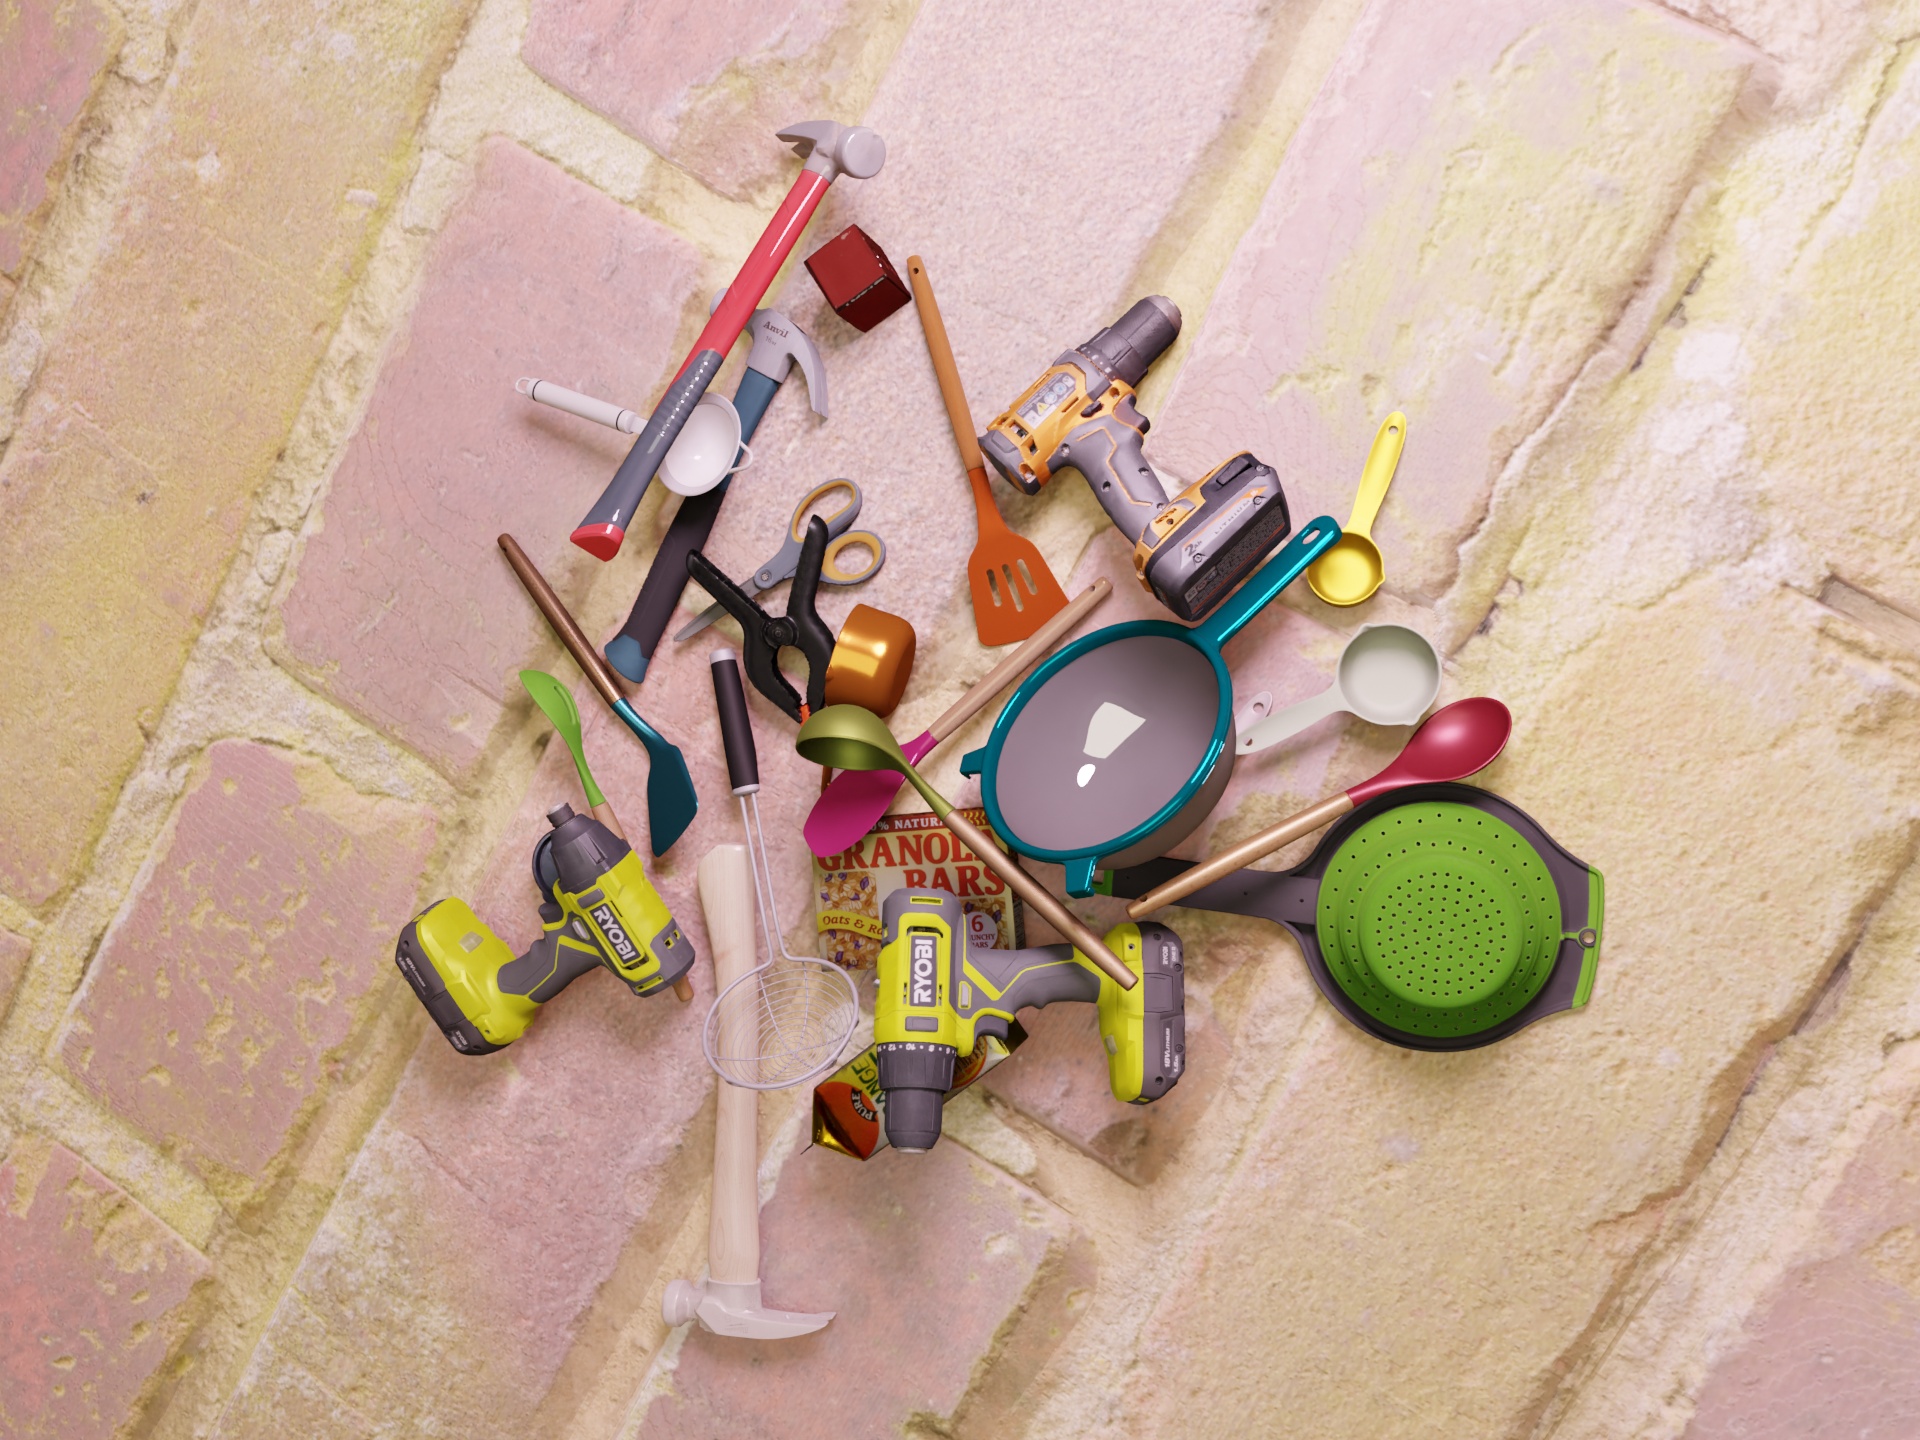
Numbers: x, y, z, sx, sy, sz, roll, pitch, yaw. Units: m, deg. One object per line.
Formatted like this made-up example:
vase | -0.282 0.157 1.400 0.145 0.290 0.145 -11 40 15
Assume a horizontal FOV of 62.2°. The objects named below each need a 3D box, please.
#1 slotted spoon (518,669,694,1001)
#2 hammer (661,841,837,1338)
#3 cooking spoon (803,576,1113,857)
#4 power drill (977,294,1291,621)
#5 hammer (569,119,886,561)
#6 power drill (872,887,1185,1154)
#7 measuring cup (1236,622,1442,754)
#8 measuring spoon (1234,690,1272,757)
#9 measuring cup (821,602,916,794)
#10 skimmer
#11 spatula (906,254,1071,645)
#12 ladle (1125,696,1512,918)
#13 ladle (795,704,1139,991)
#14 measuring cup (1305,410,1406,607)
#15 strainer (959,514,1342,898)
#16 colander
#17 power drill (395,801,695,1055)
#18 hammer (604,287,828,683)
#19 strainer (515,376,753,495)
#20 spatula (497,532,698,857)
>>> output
slotted spoon | -0.296 0.095 1.355 0.031 0.070 0.314 -24 91 -1
hammer | -0.178 0.308 1.332 0.146 0.038 0.410 0 91 14
cooking spoon | -0.002 -0.004 1.264 0.319 0.017 0.069 -42 46 5
power drill | 0.147 -0.205 1.192 0.185 0.084 0.226 -44 63 0
hammer | -0.199 -0.301 1.255 0.386 0.038 0.143 -58 37 0
power drill | 0.047 0.228 1.190 0.228 0.080 0.191 4 71 -7
measuring cup | 0.282 -0.015 1.203 0.167 0.038 0.083 -27 84 16
measuring spoon | 0.205 0.030 1.237 0.034 0.018 0.124 38 94 24
measuring cup | -0.077 -0.007 1.285 0.052 0.095 0.173 16 113 9
skimmer | -0.167 0.111 1.273 0.127 0.090 0.363 -13 79 4
spatula | 0.008 -0.222 1.280 0.081 0.041 0.323 -18 82 13
ladle | 0.263 0.070 1.170 0.315 0.069 0.031 -27 127 -2
ladle | 0.002 0.097 1.188 0.320 0.078 0.062 42 78 17
measuring cup | 0.307 -0.158 1.204 0.062 0.029 0.156 19 84 16
strainer | 0.172 -0.010 1.196 0.340 0.095 0.211 -44 39 0
colander | 0.269 0.140 1.178 0.397 0.094 0.204 7 93 15
power drill | -0.352 0.176 1.326 0.223 0.080 0.171 -27 101 21
hammer | -0.216 -0.186 1.334 0.128 0.033 0.331 29 98 14
strainer | -0.266 -0.245 1.312 0.258 0.050 0.087 22 91 21
spatula | -0.314 -0.034 1.357 0.317 0.044 0.082 53 130 10
